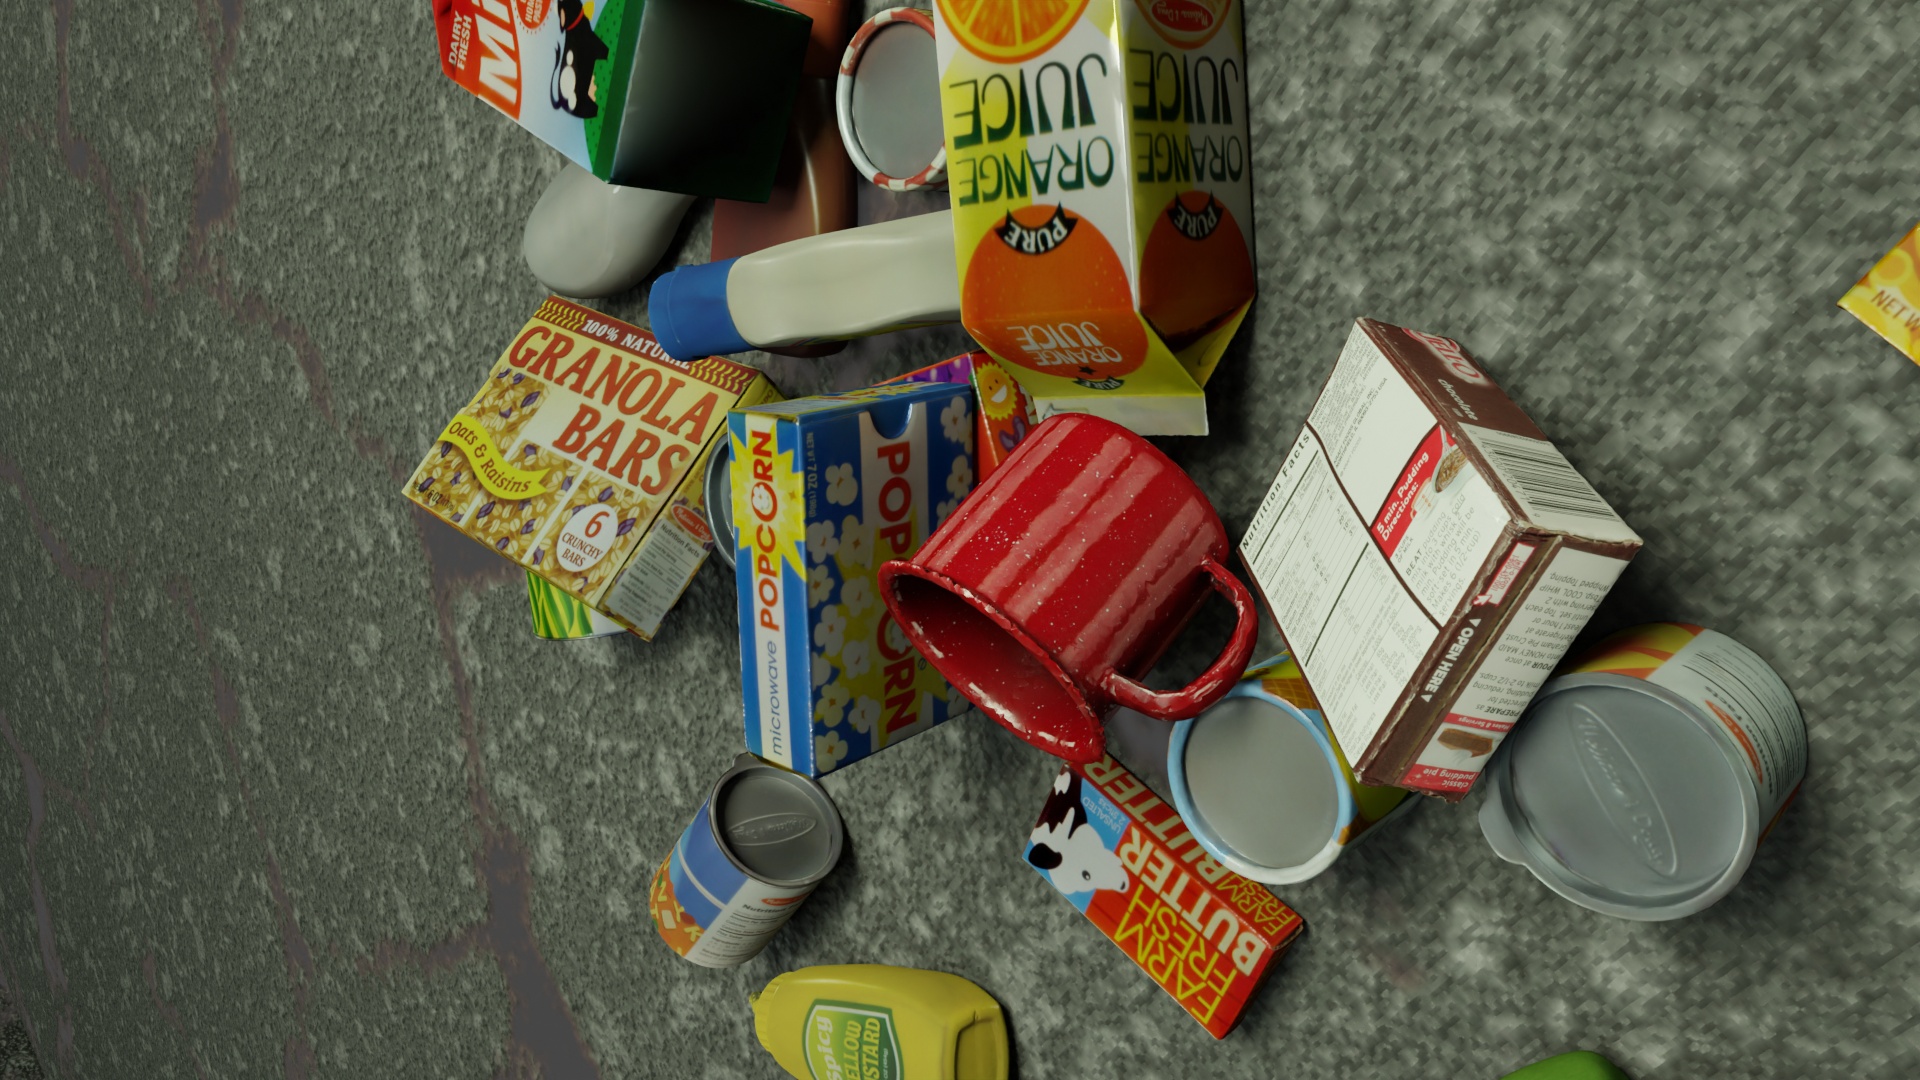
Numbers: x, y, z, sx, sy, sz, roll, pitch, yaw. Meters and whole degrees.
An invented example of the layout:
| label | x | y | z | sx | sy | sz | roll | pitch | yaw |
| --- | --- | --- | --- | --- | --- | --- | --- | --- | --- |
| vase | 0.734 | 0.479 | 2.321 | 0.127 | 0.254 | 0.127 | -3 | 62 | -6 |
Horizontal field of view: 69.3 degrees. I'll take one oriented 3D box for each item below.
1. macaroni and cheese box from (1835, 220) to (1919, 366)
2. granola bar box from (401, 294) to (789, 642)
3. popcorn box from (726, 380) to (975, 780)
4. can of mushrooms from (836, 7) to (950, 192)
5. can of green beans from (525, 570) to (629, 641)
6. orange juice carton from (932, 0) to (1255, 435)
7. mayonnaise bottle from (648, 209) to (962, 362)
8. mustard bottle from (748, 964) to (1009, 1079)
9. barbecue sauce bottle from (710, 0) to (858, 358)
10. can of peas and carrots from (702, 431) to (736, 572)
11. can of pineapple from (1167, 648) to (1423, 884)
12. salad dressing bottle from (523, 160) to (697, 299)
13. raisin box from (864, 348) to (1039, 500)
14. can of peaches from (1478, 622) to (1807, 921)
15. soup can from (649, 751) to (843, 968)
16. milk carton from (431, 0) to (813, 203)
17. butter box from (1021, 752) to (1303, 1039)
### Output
| label | x | y | z | sx | sy | sz | roll | pitch | yaw |
| --- | --- | --- | --- | --- | --- | --- | --- | --- | --- |
| macaroni and cheese box | 0.285 | -0.071 | 0.260 | 0.124 | 0.040 | 0.165 | 49 | 129 | 22 |
| granola bar box | -0.170 | -0.040 | 0.644 | 0.166 | 0.039 | 0.124 | 23 | 74 | 37 |
| popcorn box | -0.036 | 0.011 | 0.492 | 0.038 | 0.085 | 0.126 | 12 | 109 | 41 |
| can of mushrooms | -0.012 | -0.164 | 0.518 | 0.071 | 0.033 | 0.071 | 12 | 108 | 41 |
| can of green beans | -0.185 | 0.015 | 0.700 | 0.071 | 0.071 | 0.057 | 2 | 101 | 43 |
| orange juice carton | 0.044 | -0.128 | 0.447 | 0.072 | 0.073 | 0.192 | 4 | 104 | 42 |
| mayonnaise bottle | -0.047 | -0.094 | 0.521 | 0.148 | 0.065 | 0.041 | -6 | 102 | 25 |
| mustard bottle | -0.049 | 0.226 | 0.637 | 0.160 | 0.049 | 0.065 | -6 | 85 | 43 |
| barbecue sauce bottle | -0.070 | -0.153 | 0.567 | 0.065 | 0.044 | 0.148 | 19 | 113 | 31 |
| can of peas and carrots | -0.066 | -0.021 | 0.586 | 0.071 | 0.059 | 0.070 | 12 | 108 | 40 |
| can of pineapple | 0.108 | 0.068 | 0.447 | 0.071 | 0.058 | 0.070 | 13 | 109 | 41 |
| salad dressing bottle | -0.146 | -0.161 | 0.637 | 0.147 | 0.044 | 0.064 | -23 | 79 | 42 |
| raisin box | 0.002 | -0.007 | 0.541 | 0.086 | 0.040 | 0.123 | -13 | 92 | 45 |
| can of peaches | 0.184 | 0.061 | 0.376 | 0.071 | 0.058 | 0.071 | 13 | 110 | 40 |
| soup can | -0.104 | 0.152 | 0.661 | 0.071 | 0.071 | 0.083 | 53 | 130 | 20 |
| milk carton | -0.147 | -0.202 | 0.555 | 0.191 | 0.072 | 0.073 | 38 | 119 | 39 |
| butter box | 0.073 | 0.130 | 0.519 | 0.104 | 0.024 | 0.052 | 38 | 125 | 30 |
